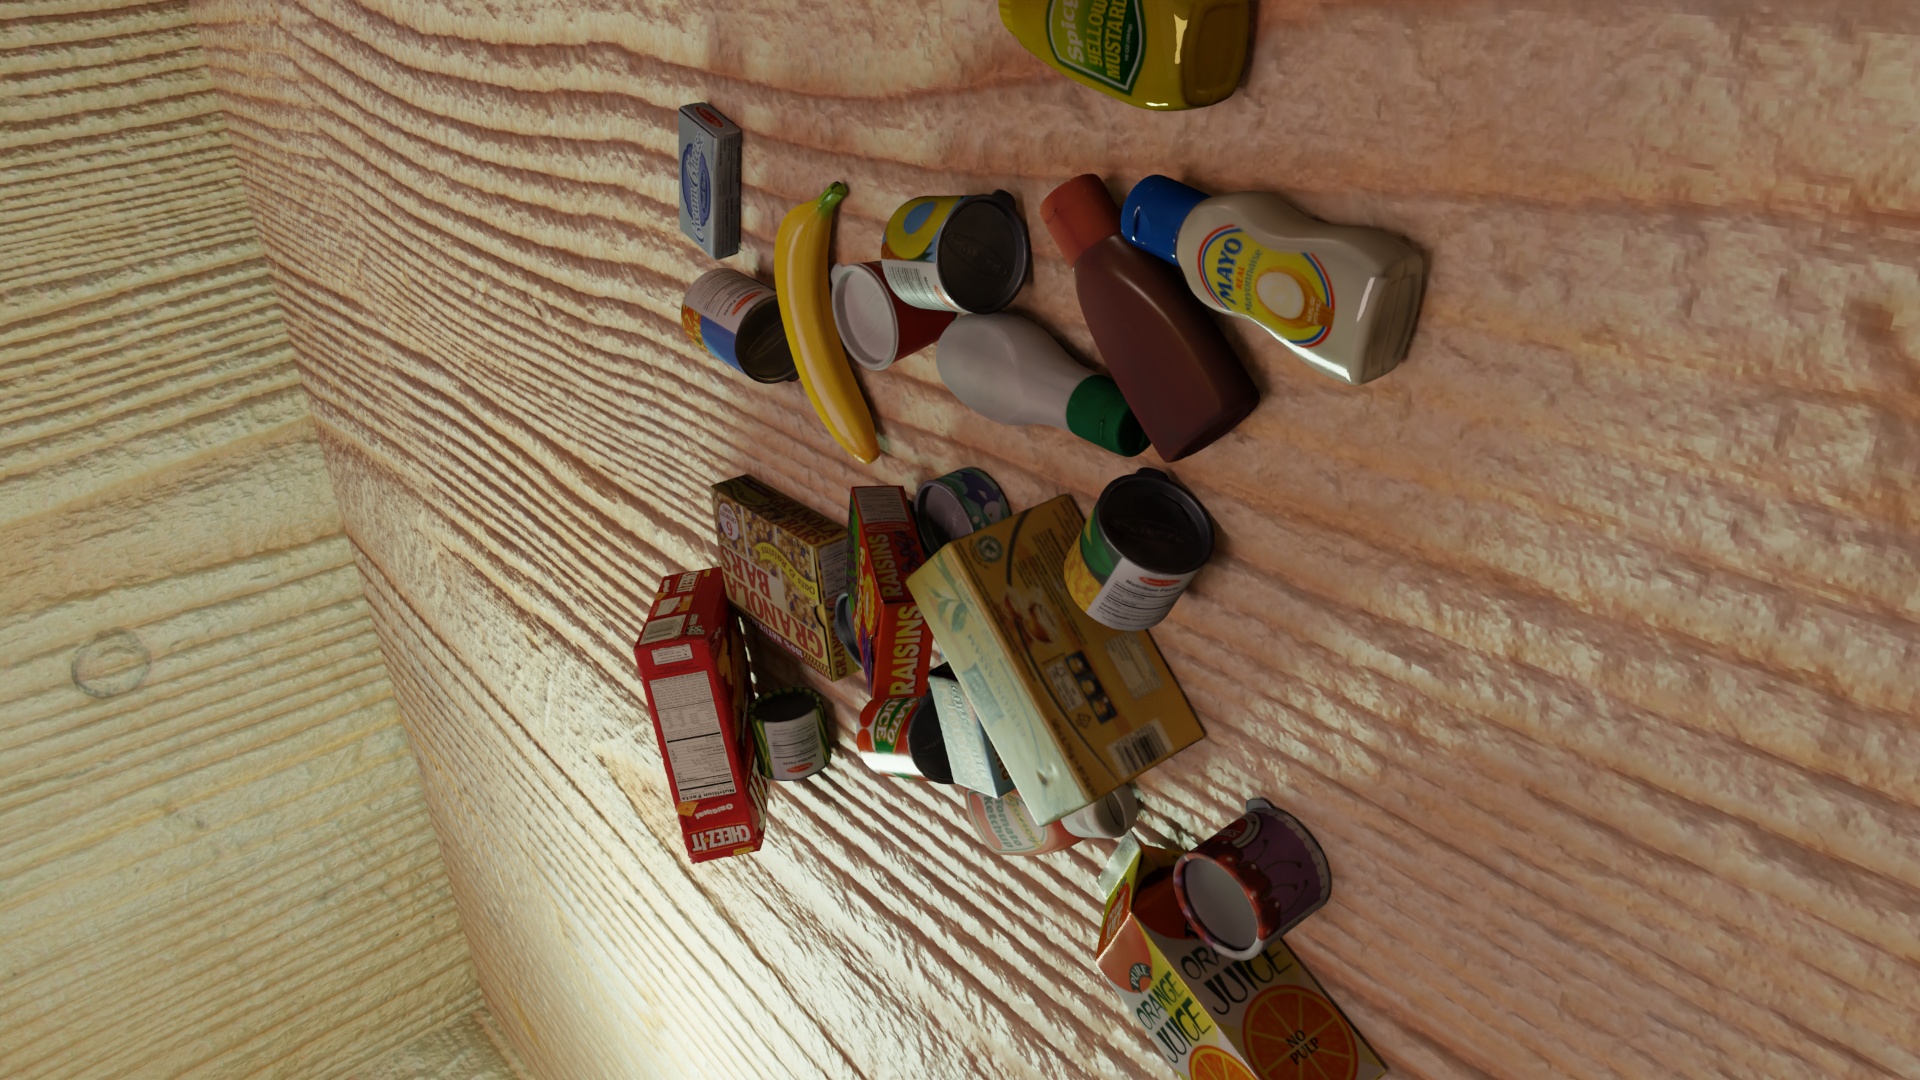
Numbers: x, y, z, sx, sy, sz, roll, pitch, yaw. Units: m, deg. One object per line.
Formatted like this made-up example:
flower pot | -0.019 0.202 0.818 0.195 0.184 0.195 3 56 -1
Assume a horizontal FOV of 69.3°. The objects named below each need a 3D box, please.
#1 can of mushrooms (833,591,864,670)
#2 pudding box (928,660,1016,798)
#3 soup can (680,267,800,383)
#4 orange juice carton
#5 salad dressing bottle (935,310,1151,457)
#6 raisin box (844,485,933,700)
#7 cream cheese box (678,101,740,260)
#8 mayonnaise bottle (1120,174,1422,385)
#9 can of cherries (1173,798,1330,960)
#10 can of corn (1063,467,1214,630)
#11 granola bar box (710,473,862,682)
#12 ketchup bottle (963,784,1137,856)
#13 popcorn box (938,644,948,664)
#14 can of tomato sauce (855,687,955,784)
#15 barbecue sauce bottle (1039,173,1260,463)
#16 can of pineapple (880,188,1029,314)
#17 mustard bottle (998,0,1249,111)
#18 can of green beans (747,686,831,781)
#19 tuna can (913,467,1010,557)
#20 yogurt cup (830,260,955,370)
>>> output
can of mushrooms | -0.066 0.064 1.056 0.071 0.033 0.070 33 135 41
pudding box | 0.012 0.121 0.905 0.049 0.030 0.083 8 116 52
soup can | -0.157 -0.157 1.025 0.084 0.071 0.071 32 133 44
orange juice carton | 0.149 0.264 0.825 0.193 0.073 0.071 51 145 25
salad dressing bottle | 0.048 -0.088 0.787 0.148 0.044 0.064 31 131 42
raisin box | -0.048 0.033 0.917 0.124 0.040 0.085 -109 22 -50
cream cheese box | -0.188 -0.268 1.041 0.053 0.024 0.103 43 141 34
mayonnaise bottle | 0.137 -0.127 0.633 0.148 0.041 0.064 37 139 38
can of cherries | 0.160 0.189 0.775 0.071 0.058 0.071 33 135 41
can of corn | 0.096 0.005 0.754 0.071 0.071 0.058 53 146 22
granola bar box | -0.143 0.028 1.143 0.166 0.039 0.123 27 130 47
ketchup bottle | 0.060 0.180 0.933 0.148 0.044 0.064 -19 97 57
popcorn box | 0.026 0.084 0.928 0.085 0.038 0.126 20 125 50
can of tomato sauce | -0.031 0.142 1.021 0.083 0.071 0.071 -10 101 58
barbecue sauce bottle | 0.091 -0.116 0.705 0.148 0.044 0.064 61 148 11
can of pineapple | -0.002 -0.165 0.794 0.058 0.071 0.070 17 123 51
mustard bottle | 0.063 -0.248 0.659 0.160 0.049 0.065 34 133 41
can of green beans | -0.149 0.168 1.213 0.071 0.071 0.057 22 126 49
tuna can | 0.003 -0.011 0.908 0.071 0.033 0.070 34 135 42
yogurt cup | -0.040 -0.146 0.870 0.072 0.054 0.072 33 135 42
